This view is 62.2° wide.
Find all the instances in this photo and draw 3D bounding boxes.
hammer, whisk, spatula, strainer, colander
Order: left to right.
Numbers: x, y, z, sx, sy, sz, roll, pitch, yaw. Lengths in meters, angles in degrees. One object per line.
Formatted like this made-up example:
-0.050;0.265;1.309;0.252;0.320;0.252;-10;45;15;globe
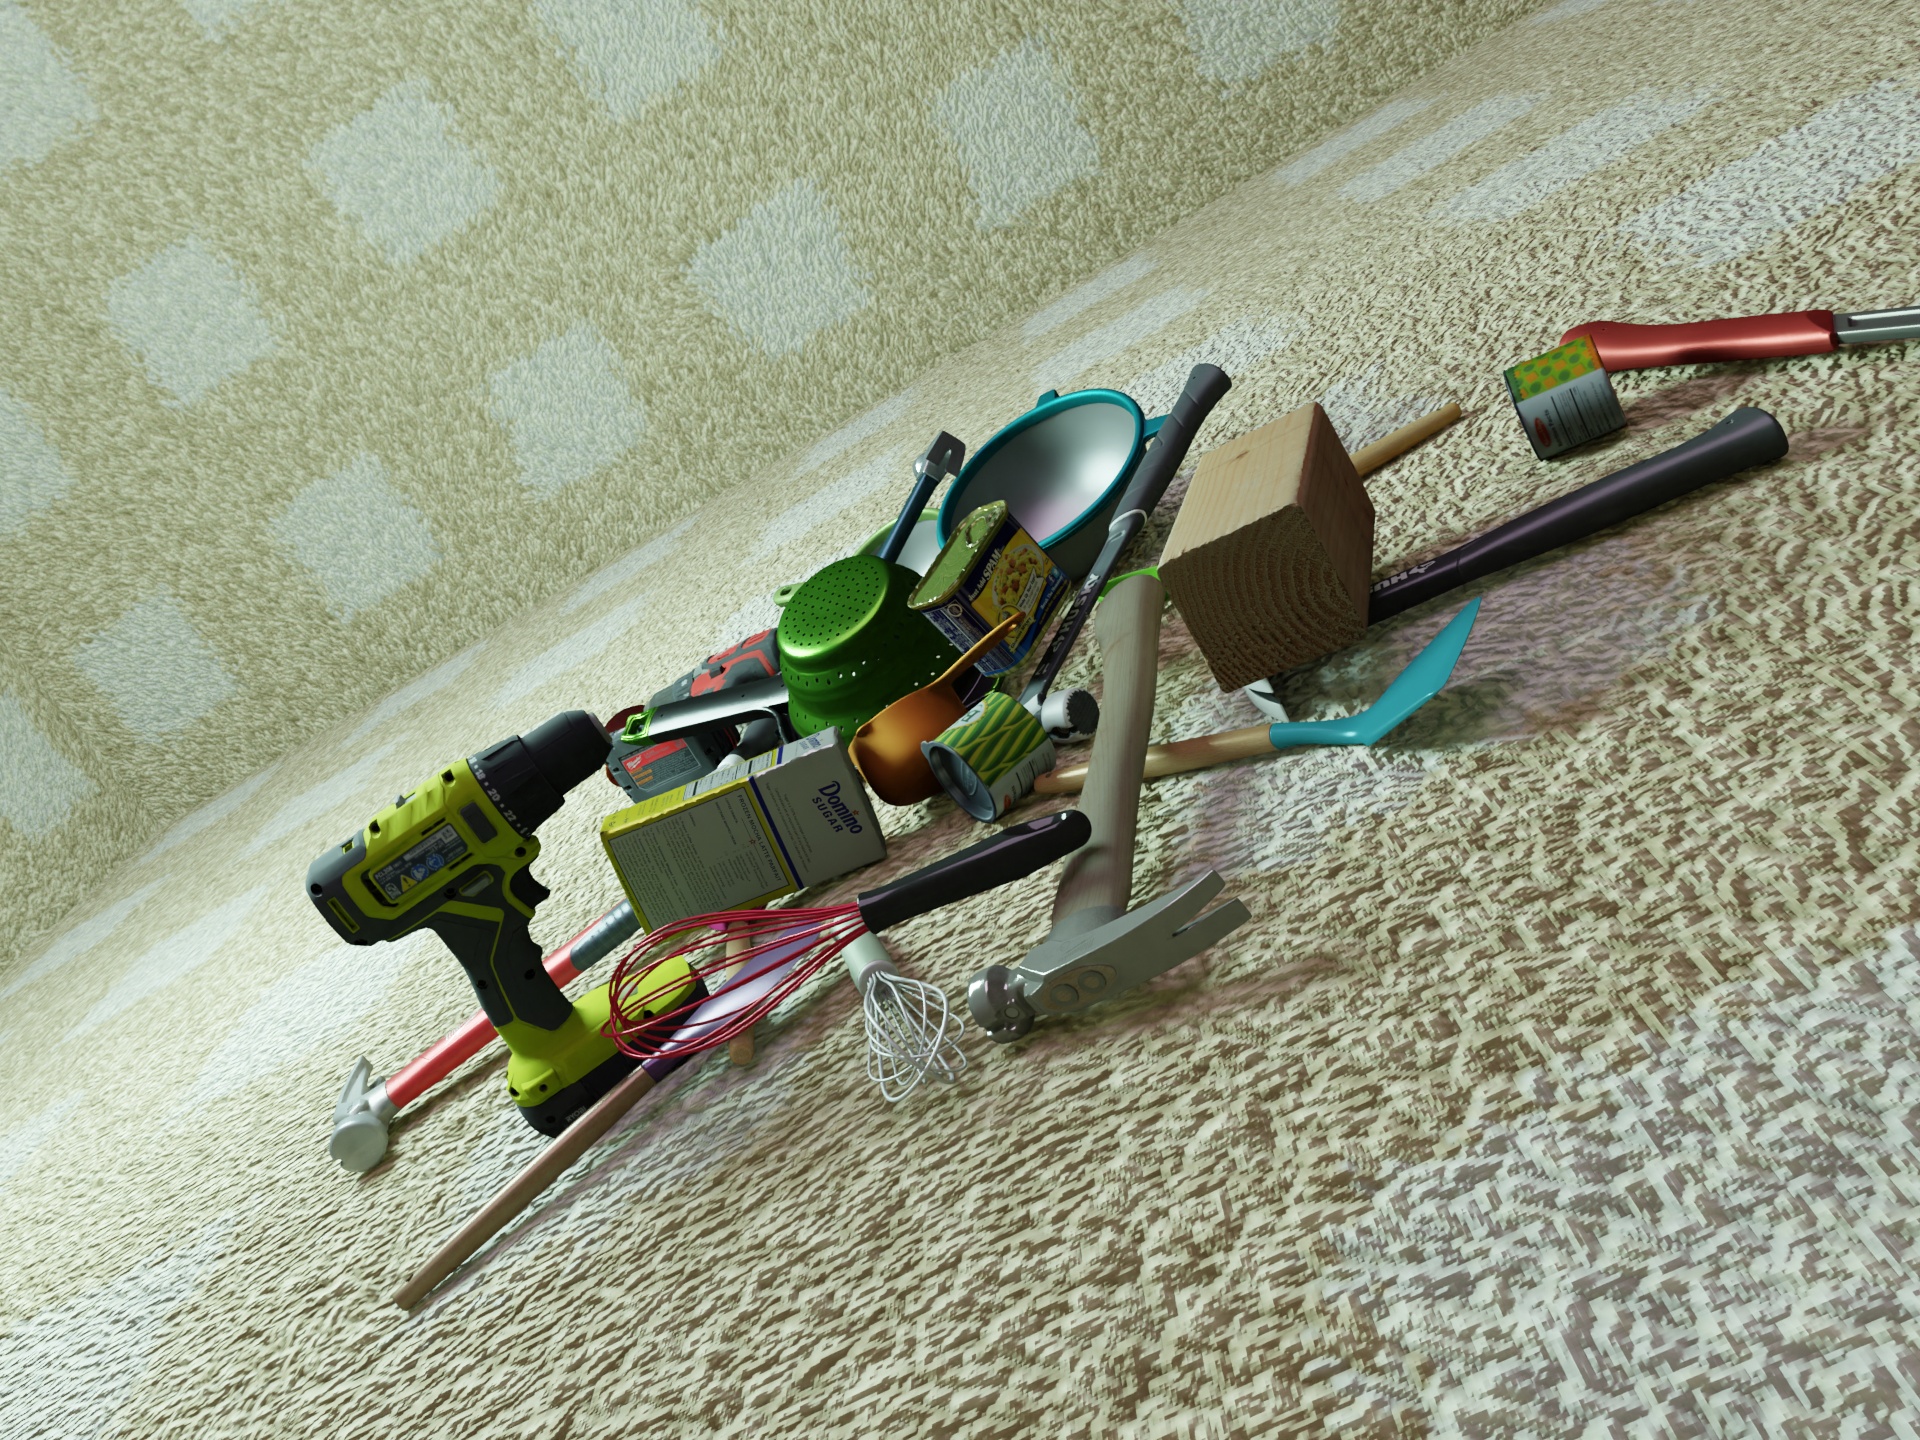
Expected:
-0.293;0.176;1.175;0.386;0.038;0.143;-37;17;-5;hammer
-0.201;0.225;0.928;0.316;0.018;0.060;-42;18;-13;spatula
-0.206;0.055;1.353;0.070;0.070;0.285;-23;16;25;whisk
-0.148;-0.049;1.307;0.397;0.094;0.205;-12;46;29;colander
-0.066;0.109;0.846;0.296;0.073;0.073;-24;20;13;whisk
-0.080;-0.120;1.433;0.331;0.033;0.128;-63;10;-15;hammer
-0.084;-0.122;1.554;0.256;0.069;0.151;-6;51;46;strainer
-0.043;0.147;0.873;0.059;0.057;0.246;-60;15;1;whisk
0.048;-0.138;1.390;0.340;0.095;0.211;-49;35;-8;strainer
0.117;-0.133;1.213;0.149;0.036;0.409;-14;39;50;hammer
0.099;0.014;0.918;0.146;0.038;0.411;-31;22;26;hammer
0.156;0.004;0.916;0.317;0.044;0.082;-15;29;43;spatula
0.311;-0.096;0.938;0.335;0.035;0.146;-24;19;22;hammer
0.500;-0.233;0.982;0.149;0.036;0.359;-36;19;-13;hammer

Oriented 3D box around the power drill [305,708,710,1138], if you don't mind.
-0.253;0.122;0.974;0.190;0.228;0.080;-35;19;-9;power drill

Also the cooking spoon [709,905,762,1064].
-0.149;0.150;1.069;0.069;0.017;0.319;-31;18;1;cooking spoon

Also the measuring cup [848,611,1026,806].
-0.002;-0.003;1.088;0.173;0.052;0.095;-42;-19;31;measuring cup

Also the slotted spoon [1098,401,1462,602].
0.246;-0.161;1.222;0.314;0.031;0.070;-30;19;2;slotted spoon

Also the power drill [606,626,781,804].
-0.266;-0.003;1.561;0.188;0.080;0.227;-23;18;25;power drill

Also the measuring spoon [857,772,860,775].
-0.087;0.051;1.243;0.021;0.011;0.117;-17;18;11;measuring spoon
